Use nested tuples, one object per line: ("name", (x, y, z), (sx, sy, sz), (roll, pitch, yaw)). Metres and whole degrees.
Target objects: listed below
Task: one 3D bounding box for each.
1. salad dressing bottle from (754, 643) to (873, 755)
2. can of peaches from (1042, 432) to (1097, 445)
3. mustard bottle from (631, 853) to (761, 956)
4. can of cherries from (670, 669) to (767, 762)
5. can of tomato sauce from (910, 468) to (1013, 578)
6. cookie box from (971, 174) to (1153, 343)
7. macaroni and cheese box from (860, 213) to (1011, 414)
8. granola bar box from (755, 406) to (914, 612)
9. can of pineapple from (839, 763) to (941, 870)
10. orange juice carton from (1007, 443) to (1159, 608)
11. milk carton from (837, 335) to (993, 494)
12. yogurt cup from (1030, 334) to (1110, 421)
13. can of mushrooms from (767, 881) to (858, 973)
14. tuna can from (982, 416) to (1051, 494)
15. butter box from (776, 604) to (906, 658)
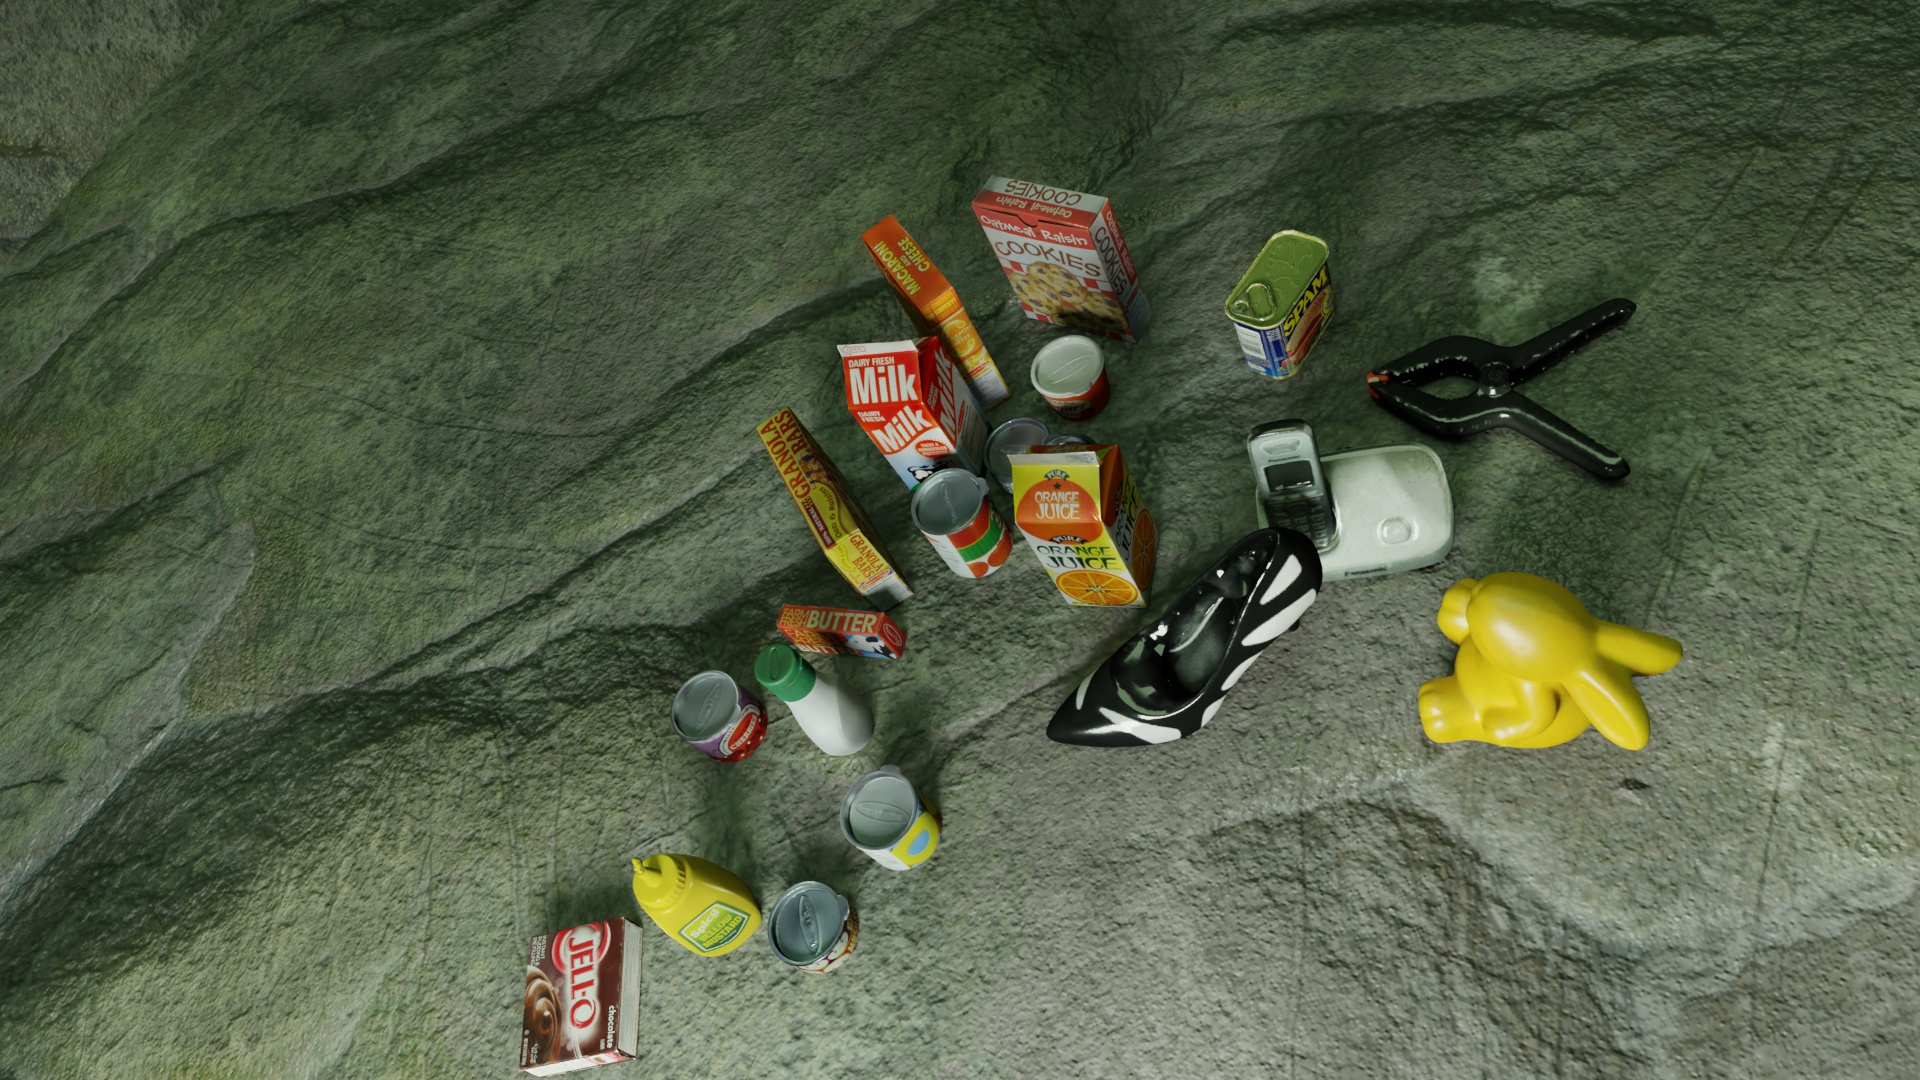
("salad dressing bottle", (-0.119, 0.129, 1.138), (0.044, 0.147, 0.064), (-15, 57, 14))
("can of peaches", (0.099, -0.053, 1.211), (0.071, 0.058, 0.071), (-10, 58, 17))
("mustard bottle", (-0.214, 0.278, 1.081), (0.065, 0.159, 0.049), (-40, 54, -3))
("can of cherries", (-0.209, 0.156, 1.215), (0.071, 0.058, 0.072), (-10, 58, 17))
("can of tomato sauce", (0.004, -0.015, 1.213), (0.071, 0.083, 0.071), (-10, 58, 17))
("cookie box", (0.095, -0.254, 1.266), (0.123, 0.167, 0.040), (20, 70, 31))
("macaroni and cheese box", (-0.022, -0.206, 1.287), (0.040, 0.166, 0.124), (-35, 54, 0))
("granola bar box", (-0.114, -0.026, 1.243), (0.039, 0.124, 0.166), (-34, 54, 1))
("can of pineapple", (-0.054, 0.223, 1.111), (0.071, 0.057, 0.071), (-10, 58, 17))
("orange juice carton", (0.099, -0.019, 1.108), (0.072, 0.192, 0.073), (1, 62, 24))
("milk carton", (-0.039, -0.118, 1.227), (0.072, 0.190, 0.074), (-2, 61, 22))
("yogurt cup", (0.104, -0.145, 1.267), (0.072, 0.053, 0.073), (-10, 58, 17))
("can of mushrooms", (-0.114, 0.306, 1.101), (0.071, 0.033, 0.071), (-10, 58, 17))
("tuna can", (0.055, -0.074, 1.258), (0.071, 0.032, 0.071), (-10, 58, 17))
("butter box", (-0.105, 0.080, 1.220), (0.103, 0.053, 0.024), (3, 63, 24))
